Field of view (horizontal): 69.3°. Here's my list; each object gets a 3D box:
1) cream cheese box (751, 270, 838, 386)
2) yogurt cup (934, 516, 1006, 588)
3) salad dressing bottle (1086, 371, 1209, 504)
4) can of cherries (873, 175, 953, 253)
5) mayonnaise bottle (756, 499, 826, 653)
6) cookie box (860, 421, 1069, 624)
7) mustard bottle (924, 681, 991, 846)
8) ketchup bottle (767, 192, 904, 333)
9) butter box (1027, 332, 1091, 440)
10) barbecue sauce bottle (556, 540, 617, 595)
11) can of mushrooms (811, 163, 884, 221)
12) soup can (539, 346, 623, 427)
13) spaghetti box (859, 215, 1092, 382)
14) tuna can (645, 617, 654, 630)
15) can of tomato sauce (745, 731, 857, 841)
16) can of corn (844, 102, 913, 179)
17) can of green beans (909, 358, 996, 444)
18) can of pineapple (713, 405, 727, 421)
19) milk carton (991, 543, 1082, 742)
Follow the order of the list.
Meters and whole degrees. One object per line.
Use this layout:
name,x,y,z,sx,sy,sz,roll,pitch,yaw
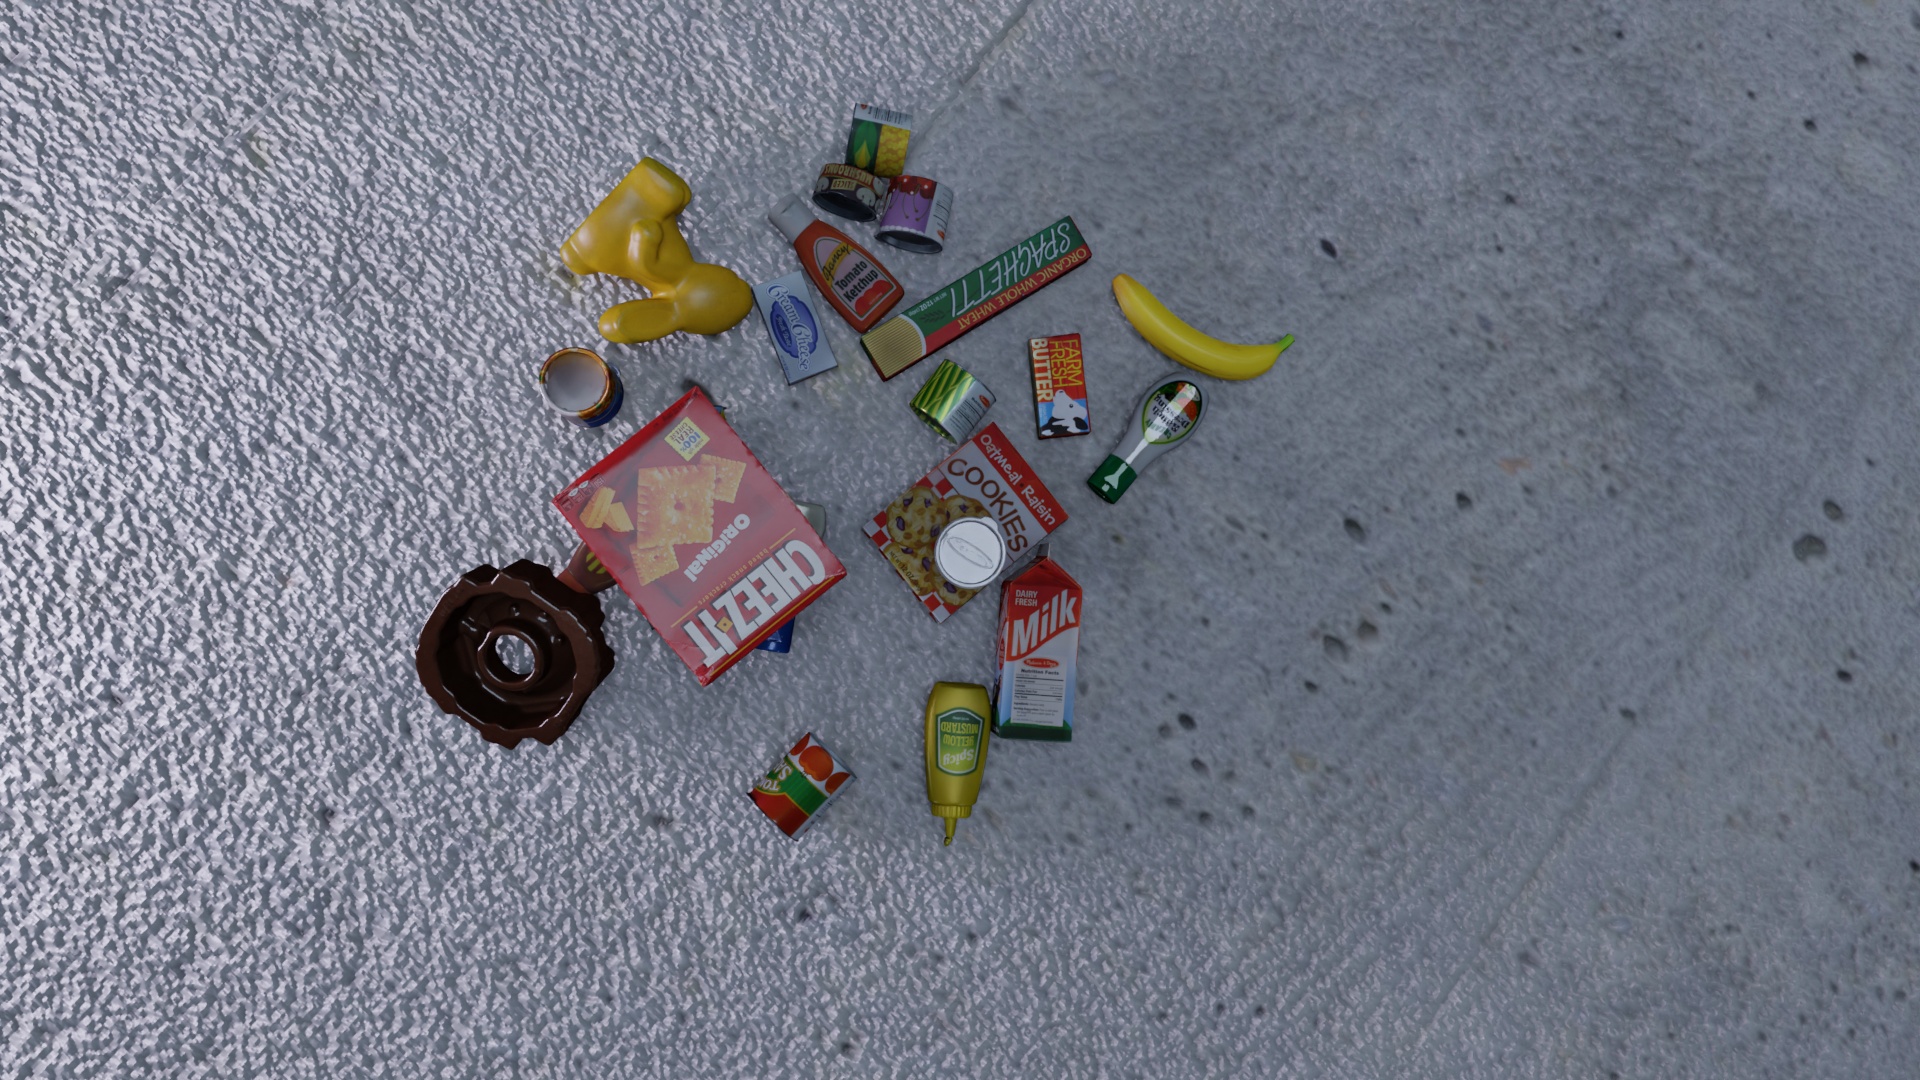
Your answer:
cream cheese box,-0.164,-0.211,1.375,0.053,0.024,0.103,-22,90,-8
yogurt cup,0.007,0.012,1.326,0.072,0.054,0.072,0,88,-5
salad dressing bottle,0.188,-0.102,1.397,0.064,0.044,0.148,41,84,-2
can of cherries,-0.047,-0.322,1.372,0.071,0.071,0.058,12,86,-5
mayonnaise bottle,-0.172,0.034,1.353,0.065,0.041,0.148,10,86,-8
cookie box,0.005,-0.017,1.375,0.167,0.040,0.123,-39,92,-7
mustard bottle,-0.005,0.220,1.358,0.065,0.049,0.160,3,87,-4
ketchup bottle,-0.127,-0.277,1.372,0.065,0.043,0.149,-44,92,-6
butter box,0.099,-0.155,1.400,0.053,0.024,0.103,-6,88,-6
barbecue sauce bottle,-0.338,0.013,1.336,0.149,0.043,0.065,-43,92,-6
can of mushrooms,-0.110,-0.342,1.363,0.071,0.071,0.033,17,84,-5
soup can,-0.358,-0.147,1.321,0.071,0.083,0.071,0,87,-6
spaghetti box,0.017,-0.244,1.393,0.250,0.028,0.050,-32,92,-6
tuna can,-0.271,0.055,1.327,0.071,0.071,0.033,-29,91,-6
can of tomato sauce,-0.152,0.234,1.333,0.071,0.071,0.083,44,83,-3
can of corn,-0.082,-0.391,1.373,0.058,0.071,0.071,11,87,-6
can of green beans,-0.008,-0.136,1.367,0.071,0.071,0.058,39,85,-3
can of pineapple,-0.252,-0.095,1.339,0.071,0.071,0.058,-15,90,-6
milk carton,0.075,0.097,1.362,0.073,0.072,0.190,5,88,-6
